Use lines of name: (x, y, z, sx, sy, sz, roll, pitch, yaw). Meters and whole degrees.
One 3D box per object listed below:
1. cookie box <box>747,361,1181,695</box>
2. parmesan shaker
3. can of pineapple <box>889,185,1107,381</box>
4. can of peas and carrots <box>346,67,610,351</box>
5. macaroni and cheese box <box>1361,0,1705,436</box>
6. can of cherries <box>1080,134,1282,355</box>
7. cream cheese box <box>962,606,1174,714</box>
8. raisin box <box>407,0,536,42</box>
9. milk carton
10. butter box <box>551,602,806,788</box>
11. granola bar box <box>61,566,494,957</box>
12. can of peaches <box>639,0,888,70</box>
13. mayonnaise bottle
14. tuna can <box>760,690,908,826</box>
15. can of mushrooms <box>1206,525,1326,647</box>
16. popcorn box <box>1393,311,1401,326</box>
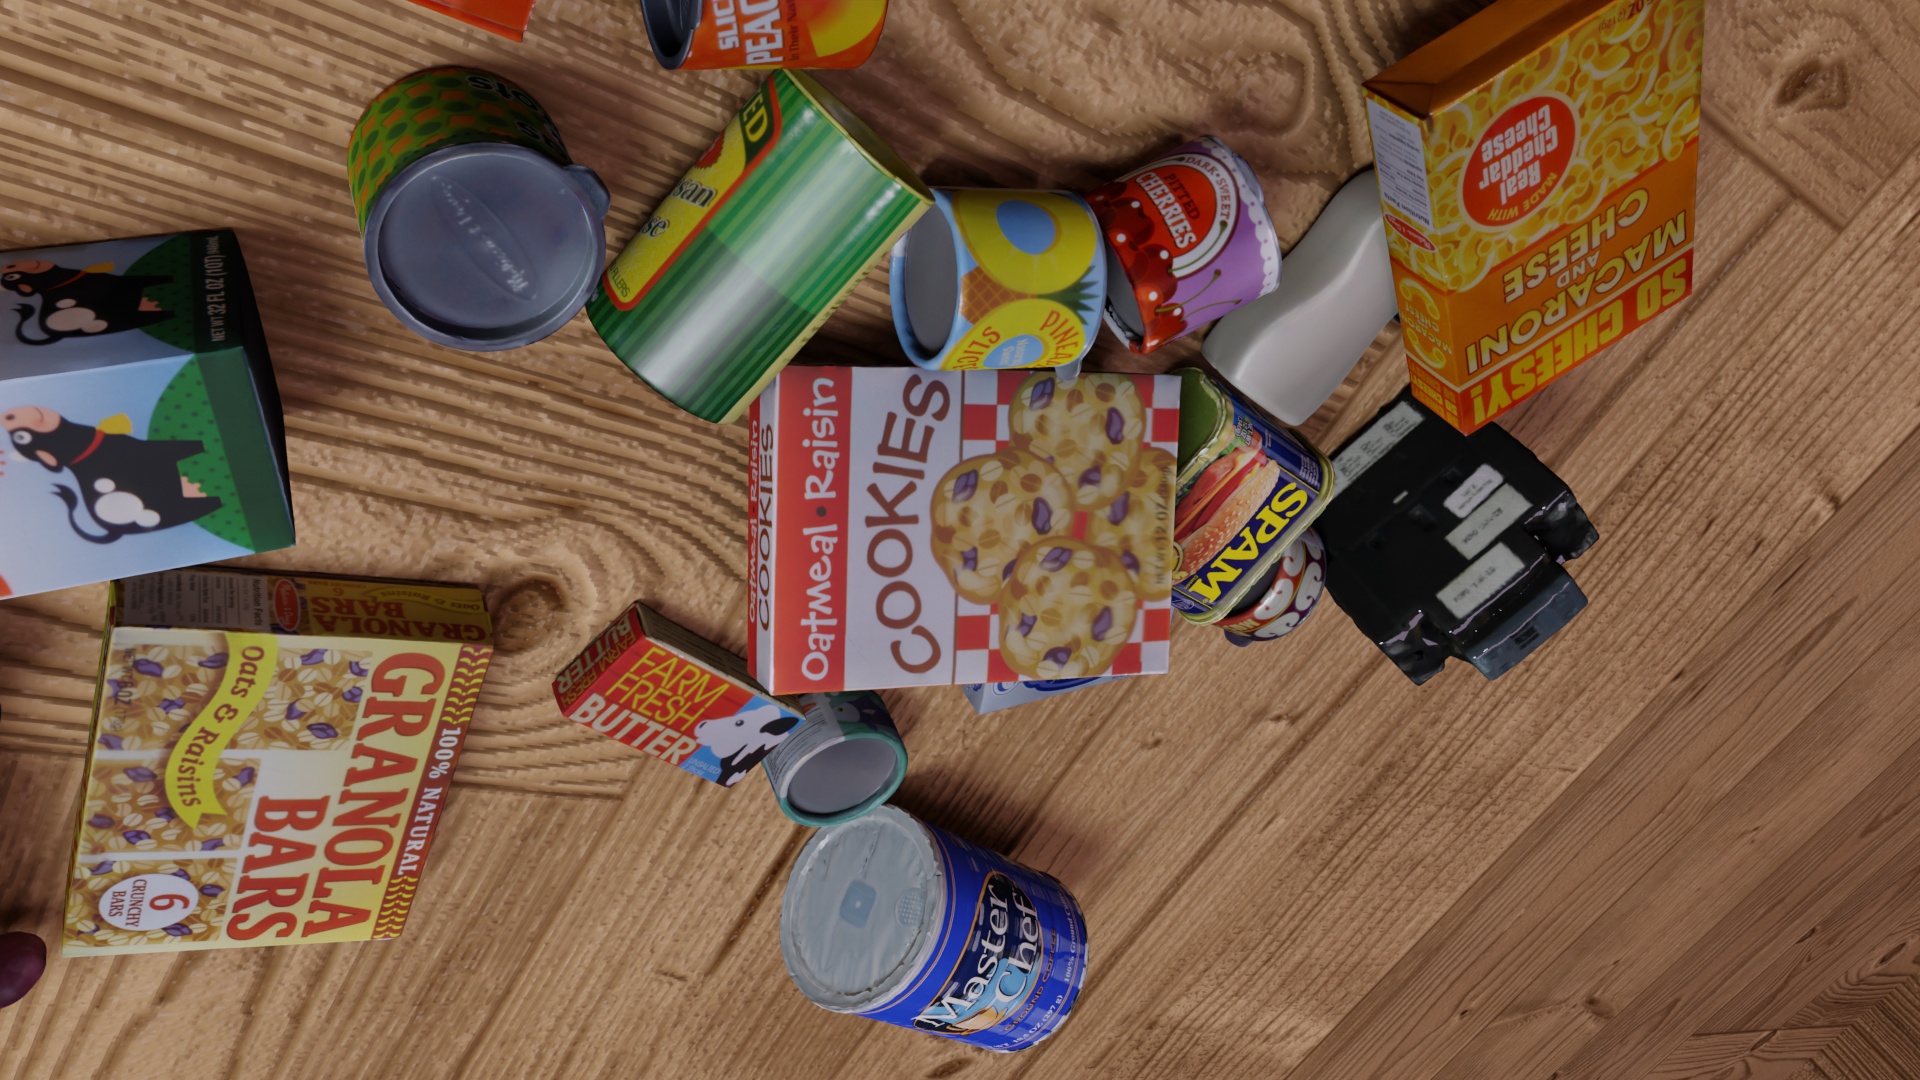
cookie box: (0.002, -0.007, 0.547, 0.168, 0.040, 0.122, -1, 97, -21)
parmesan shaker: (-0.067, -0.095, 0.456, 0.103, 0.071, 0.071, -45, 135, 14)
can of pineapple: (0.013, -0.093, 0.504, 0.058, 0.071, 0.070, -5, 130, -25)
can of peas and carrots: (-0.144, -0.101, 0.415, 0.071, 0.059, 0.070, -16, 134, -18)
macaroni and cheese box: (0.232, -0.138, 0.555, 0.124, 0.040, 0.165, -32, 135, -3)
can of cherries: (0.079, -0.113, 0.527, 0.058, 0.072, 0.071, -27, 136, -4)
cream cheese box: (0.053, 0.049, 0.688, 0.104, 0.024, 0.053, -12, 131, -21)
raisin box: (-0.133, -0.201, 0.347, 0.086, 0.040, 0.123, 10, 123, -37)
milk carton: (-0.295, -0.028, 0.384, 0.191, 0.072, 0.073, -12, 133, -21)
butter box: (-0.121, 0.069, 0.606, 0.053, 0.024, 0.103, -43, 136, 10)
granola bar box: (-0.261, 0.087, 0.529, 0.124, 0.039, 0.164, 7, 124, -33)
can of peaches: (-0.057, -0.168, 0.397, 0.058, 0.071, 0.070, -9, 132, -25)
mayonnaise bottle: (0.172, -0.120, 0.594, 0.065, 0.041, 0.147, 25, 111, -42)
tuna can: (-0.059, 0.105, 0.666, 0.071, 0.033, 0.070, -16, 134, -17)
can of mushrooms: (0.140, 0.016, 0.676, 0.033, 0.071, 0.071, 21, 115, -40)
popcorn box: (0.255, -0.136, 0.629, 0.085, 0.038, 0.126, 24, 113, -43)
